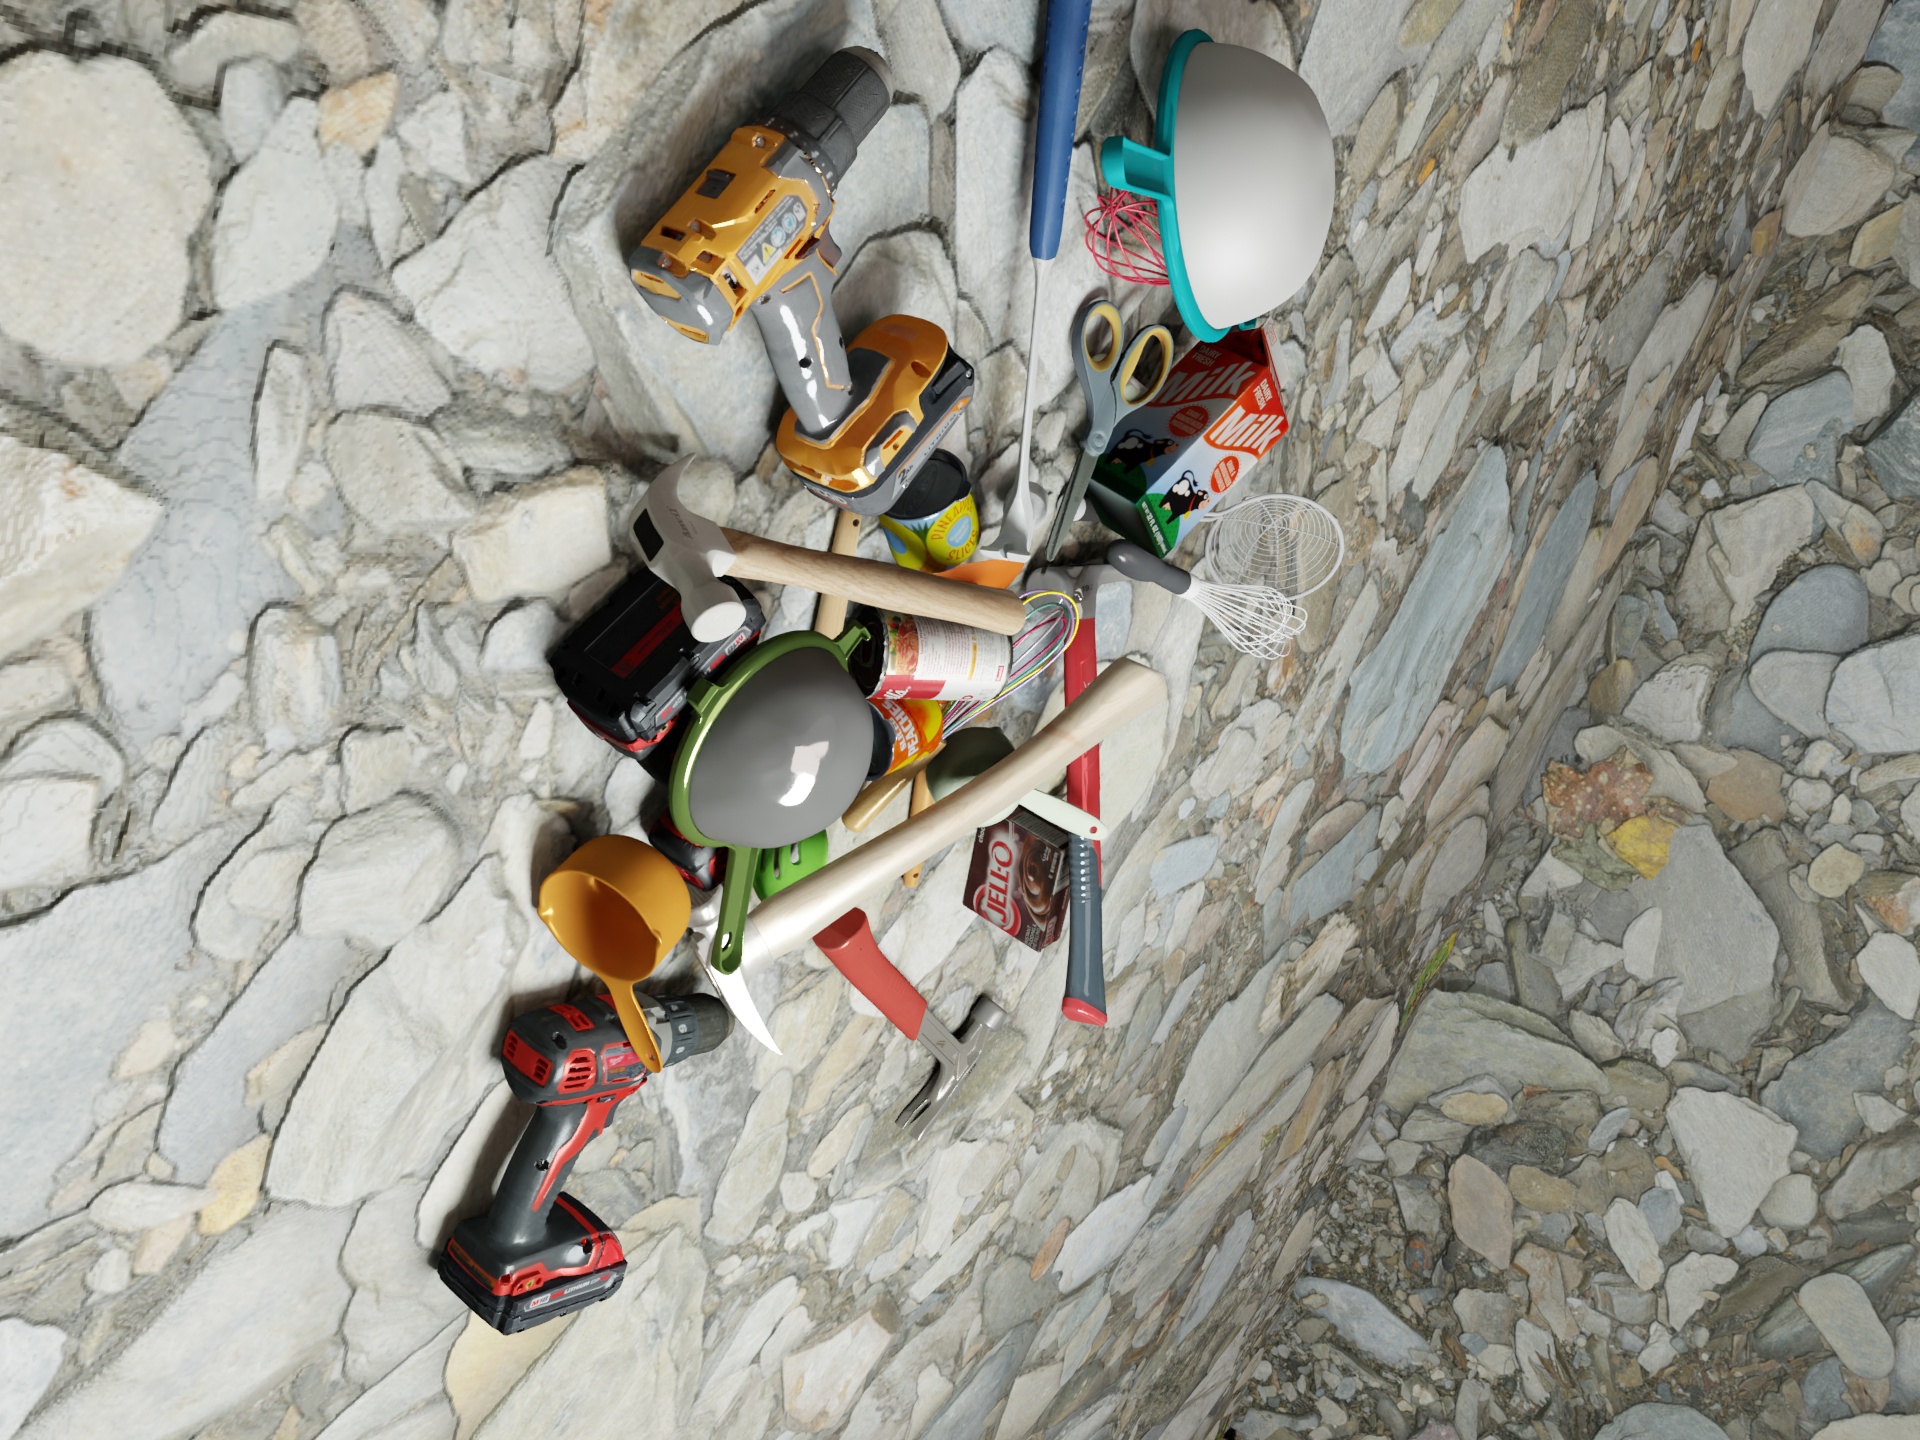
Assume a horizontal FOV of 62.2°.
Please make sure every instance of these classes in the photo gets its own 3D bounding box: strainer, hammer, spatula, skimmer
[{"bbox_3d":[-0.112,0.070,0.989,0.151,0.069,0.256,-26,138,-49],"label":"strainer"},{"bbox_3d":[-0.009,0.082,1.177,0.410,0.038,0.146,-32,120,-18],"label":"hammer"},{"bbox_3d":[-0.067,-0.089,0.979,0.031,0.130,0.331,-46,151,25],"label":"hammer"},{"bbox_3d":[-0.016,0.008,1.239,0.081,0.041,0.322,-11,128,-28],"label":"spatula"},{"bbox_3d":[-0.056,0.258,1.394,0.149,0.037,0.358,-52,149,-13],"label":"hammer"},{"bbox_3d":[0.111,0.062,1.336,0.143,0.038,0.386,-11,102,-54],"label":"hammer"},{"bbox_3d":[0.211,-0.155,1.386,0.127,0.090,0.363,-37,160,34],"label":"skimmer"},{"bbox_3d":[0.054,-0.296,1.053,0.144,0.035,0.405,-71,168,-61],"label":"hammer"},{"bbox_3d":[0.185,-0.360,1.051,0.340,0.095,0.211,-30,118,-64],"label":"strainer"}]

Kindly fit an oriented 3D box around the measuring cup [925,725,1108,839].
[{"bbox_3d":[0.051,0.065,1.247,0.167,0.038,0.083,26,104,-21],"label":"measuring cup"}]

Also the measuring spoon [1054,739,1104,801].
[{"bbox_3d":[0.108,0.044,1.481,0.124,0.018,0.034,-62,150,-11],"label":"measuring spoon"}]

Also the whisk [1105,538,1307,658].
[{"bbox_3d":[0.214,-0.109,1.392,0.284,0.070,0.070,17,101,-46],"label":"whisk"}]

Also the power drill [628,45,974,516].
[{"bbox_3d":[-0.071,-0.249,0.913,0.185,0.084,0.226,-54,144,-12],"label":"power drill"}]

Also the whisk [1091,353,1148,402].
[{"bbox_3d":[0.168,-0.243,1.295,0.059,0.058,0.246,-37,151,21],"label":"whisk"}]

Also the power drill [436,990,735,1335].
[{"bbox_3d":[-0.252,0.290,1.100,0.187,0.080,0.226,2,111,-56],"label":"power drill"}]

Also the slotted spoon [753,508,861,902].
[{"bbox_3d":[-0.102,-0.006,1.115,0.070,0.031,0.313,-9,121,-42],"label":"slotted spoon"}]

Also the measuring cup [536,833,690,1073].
[{"bbox_3d":[-0.205,0.148,1.016,0.052,0.095,0.173,-53,141,-46],"label":"measuring cup"}]

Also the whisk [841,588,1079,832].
[{"bbox_3d":[0.000,-0.002,1.194,0.245,0.051,0.047,-46,145,12],"label":"whisk"}]

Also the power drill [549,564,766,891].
[{"bbox_3d":[-0.156,0.002,1.000,0.143,0.079,0.219,-48,150,-20],"label":"power drill"}]

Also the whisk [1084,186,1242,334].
[{"bbox_3d":[0.164,-0.339,1.201,0.295,0.073,0.073,8,109,-63],"label":"whisk"}]
